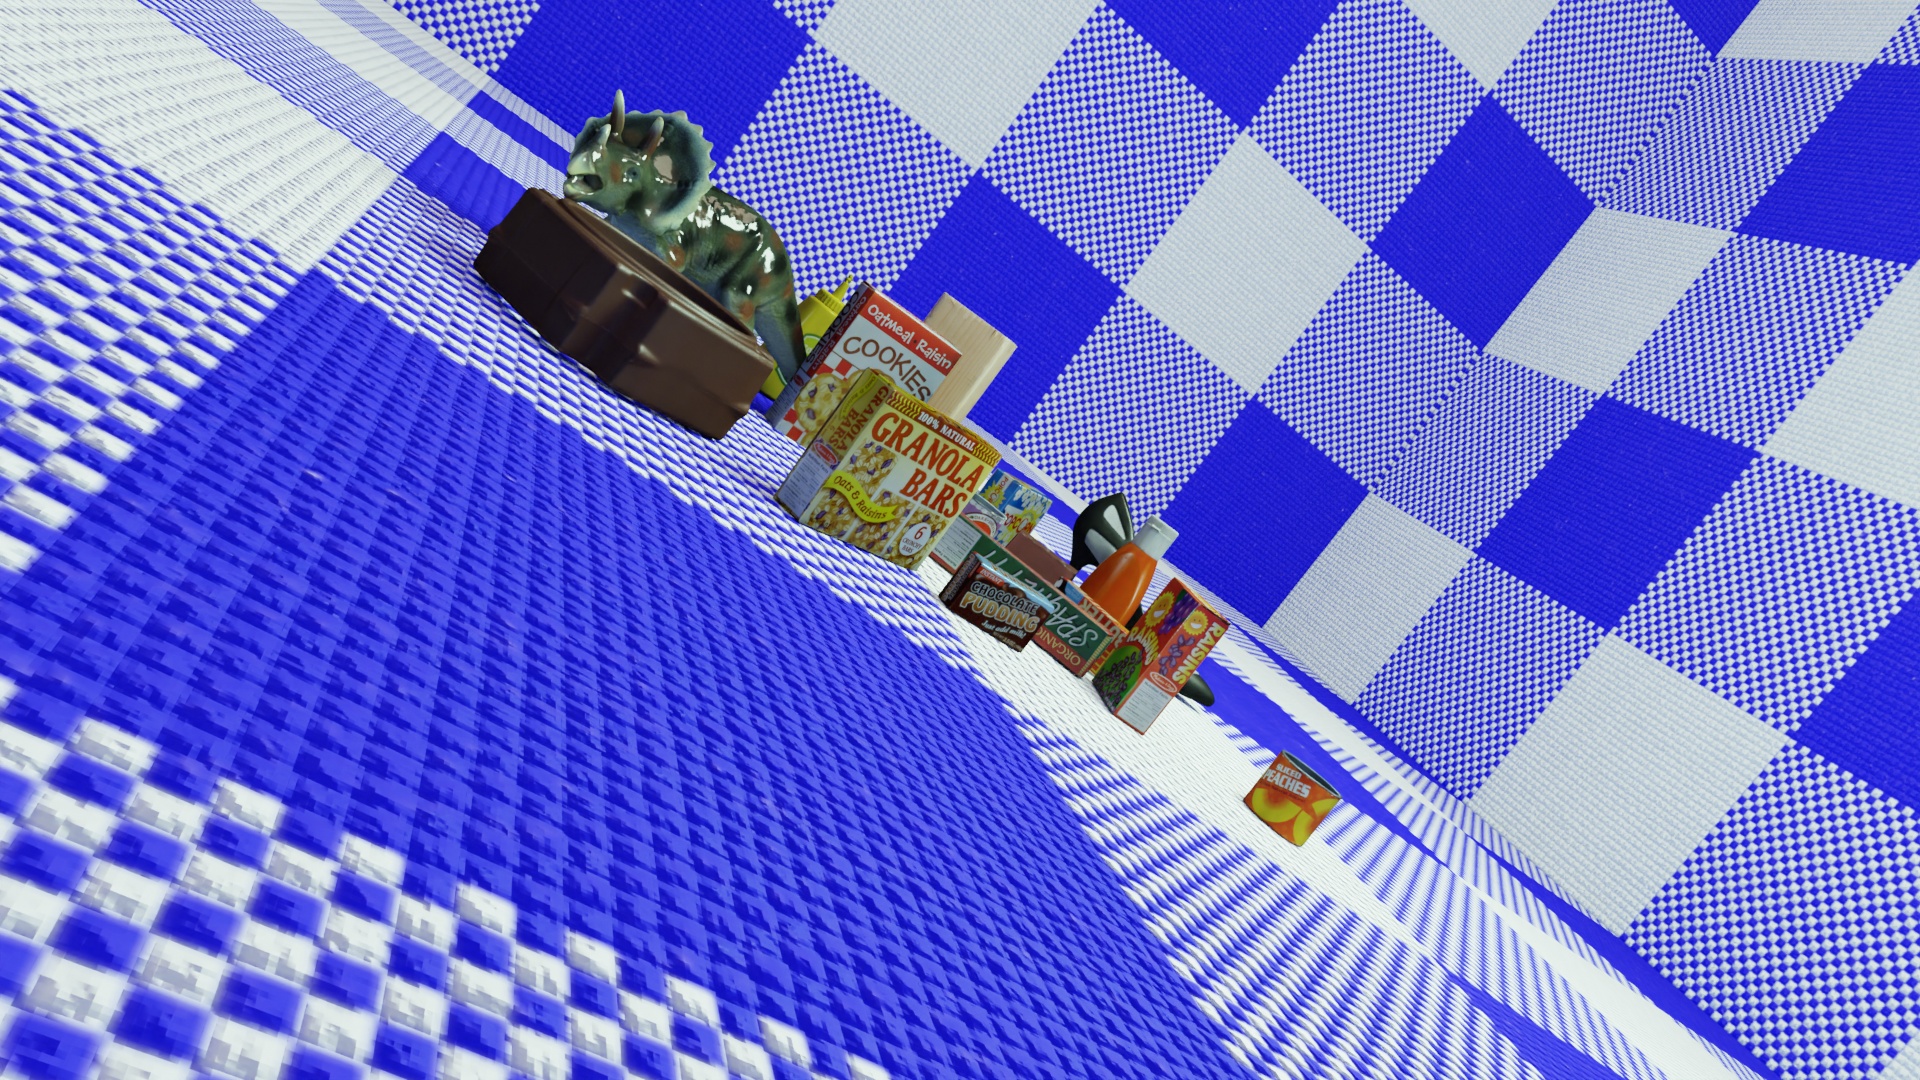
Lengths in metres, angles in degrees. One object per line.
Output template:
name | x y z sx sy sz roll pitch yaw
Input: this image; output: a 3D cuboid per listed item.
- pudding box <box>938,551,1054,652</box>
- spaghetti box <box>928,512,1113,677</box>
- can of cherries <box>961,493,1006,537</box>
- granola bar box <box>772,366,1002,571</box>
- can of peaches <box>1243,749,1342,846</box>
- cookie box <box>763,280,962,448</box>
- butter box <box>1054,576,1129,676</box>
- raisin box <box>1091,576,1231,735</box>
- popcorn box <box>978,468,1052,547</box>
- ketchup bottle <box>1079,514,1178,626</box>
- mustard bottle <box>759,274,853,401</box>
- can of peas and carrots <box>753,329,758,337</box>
pudding box | 0.030 0.050 1.142 0.083 0.049 0.030 33 8 -29
spaghetti box | 0.031 0.030 1.272 0.250 0.050 0.028 39 7 15
can of cherries | 0.005 -0.018 1.418 0.071 0.058 0.071 36 7 -5
granola bar box | -0.054 -0.052 1.096 0.039 0.124 0.165 41 8 33
can of peaches | 0.293 0.228 1.234 0.071 0.058 0.071 36 7 -5
cookie box | -0.096 -0.156 1.381 0.123 0.167 0.040 32 8 -36
butter box | 0.119 0.085 1.329 0.104 0.053 0.024 42 8 34
raisin box | 0.175 0.100 1.222 0.040 0.123 0.086 35 7 -13
popcorn box | 0.052 -0.031 1.617 0.038 0.085 0.126 40 8 21
ketchup bottle | 0.176 0.041 1.500 0.065 0.148 0.043 40 7 24
mustard bottle | -0.165 -0.222 1.501 0.065 0.160 0.049 30 10 -47
can of peas and carrots | -0.268 -0.256 1.626 0.071 0.058 0.071 36 7 -5
